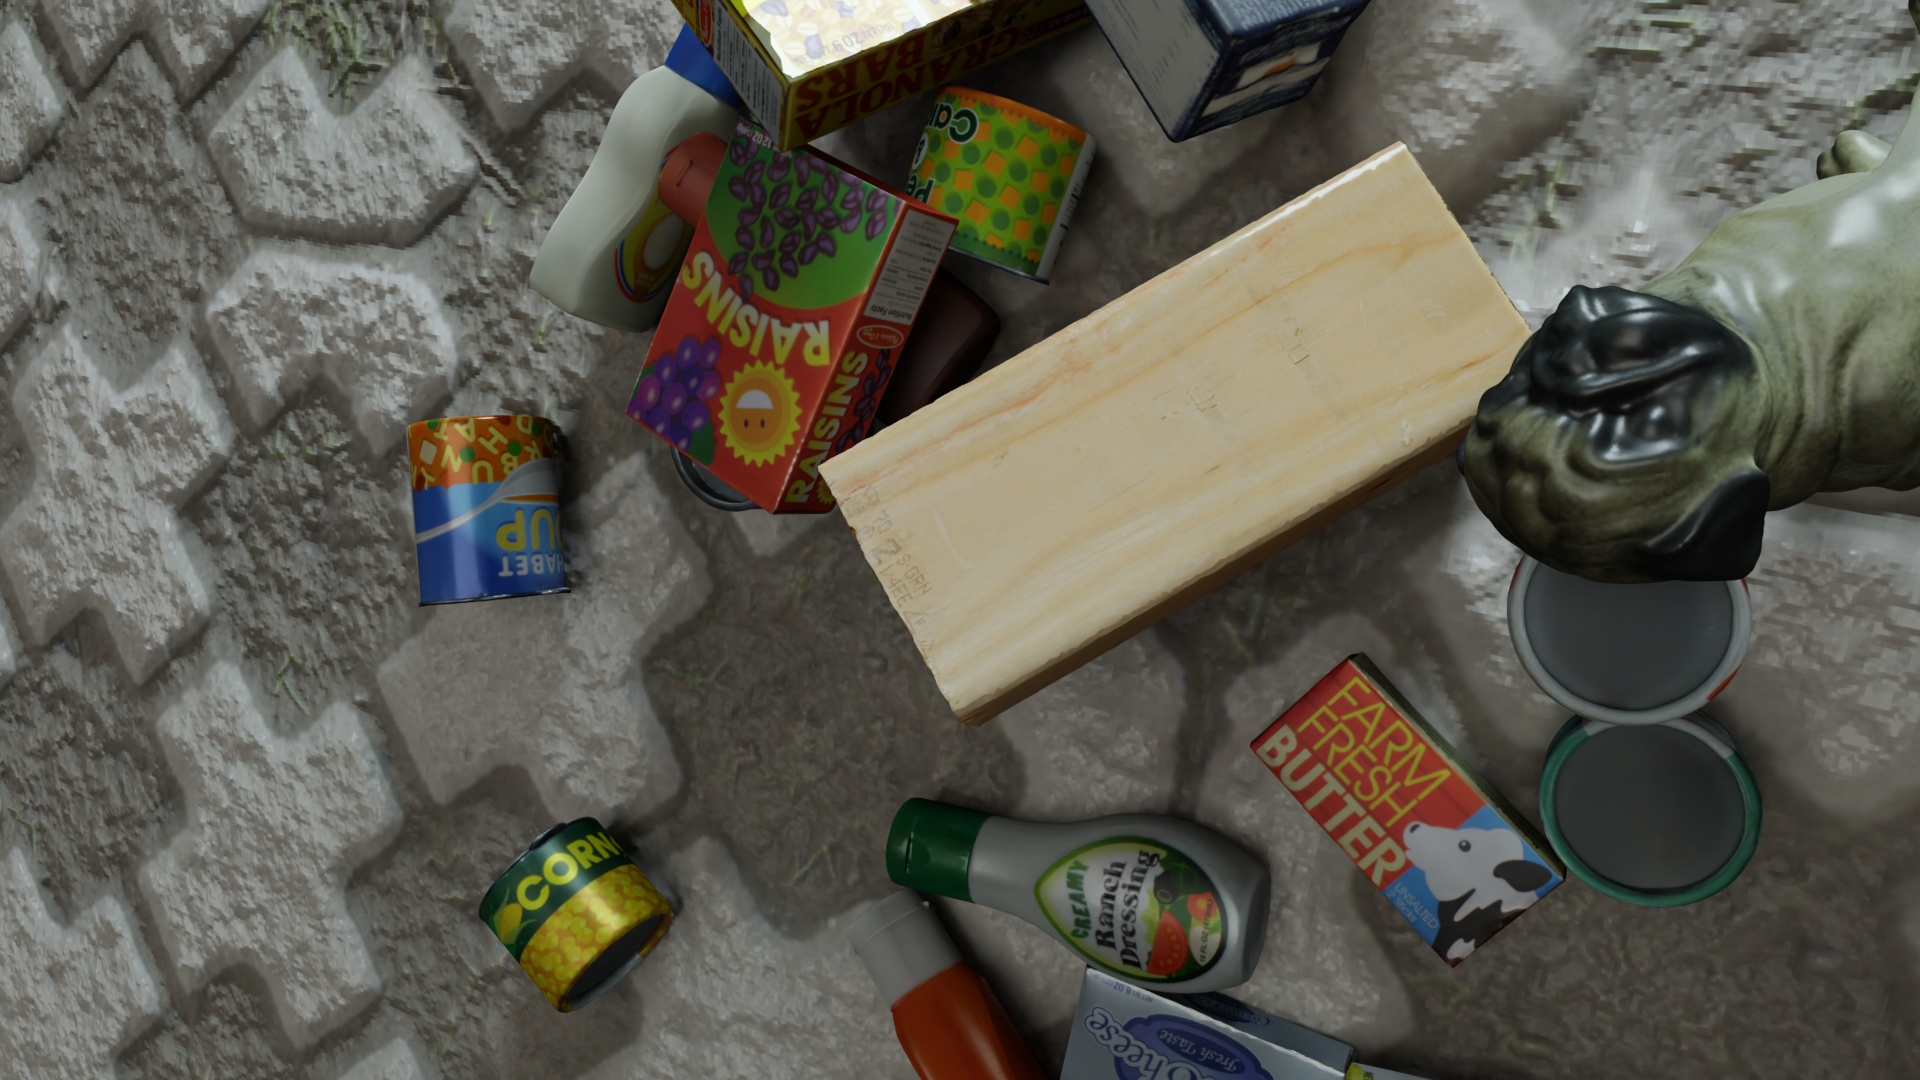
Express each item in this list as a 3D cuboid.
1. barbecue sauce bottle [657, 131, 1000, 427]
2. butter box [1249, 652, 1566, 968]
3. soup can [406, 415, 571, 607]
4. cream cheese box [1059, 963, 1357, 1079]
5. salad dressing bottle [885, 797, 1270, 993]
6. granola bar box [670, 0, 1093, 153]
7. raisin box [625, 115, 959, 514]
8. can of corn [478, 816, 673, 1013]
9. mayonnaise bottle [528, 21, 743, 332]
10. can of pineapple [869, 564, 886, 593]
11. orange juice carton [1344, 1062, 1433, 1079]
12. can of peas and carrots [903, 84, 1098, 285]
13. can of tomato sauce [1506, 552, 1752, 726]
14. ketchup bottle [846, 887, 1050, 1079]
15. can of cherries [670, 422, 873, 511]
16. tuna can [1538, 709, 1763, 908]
[{"bbox_3d":[-0.058,-0.110,0.569,0.148,0.044,0.064,39,104,9],"label":"barbecue sauce bottle"},{"bbox_3d":[0.159,0.094,0.498,0.103,0.024,0.053,48,109,16],"label":"butter box"},{"bbox_3d":[-0.218,-0.014,0.649,0.071,0.071,0.083,-5,89,25],"label":"soup can"},{"bbox_3d":[0.093,0.202,0.532,0.104,0.024,0.053,16,99,24],"label":"cream cheese box"},{"bbox_3d":[0.043,0.133,0.542,0.147,0.044,0.064,7,93,25],"label":"salad dressing bottle"},{"bbox_3d":[-0.026,-0.228,0.511,0.166,0.039,0.124,-30,75,-20],"label":"granola bar box"},{"bbox_3d":[-0.065,-0.082,0.520,0.086,0.040,0.123,32,106,25],"label":"raisin box"},{"bbox_3d":[-0.173,0.169,0.631,0.058,0.071,0.071,43,108,17],"label":"can of corn"},{"bbox_3d":[-0.130,-0.164,0.606,0.041,0.065,0.147,35,102,21],"label":"mayonnaise bottle"},{"bbox_3d":[0.002,-0.007,0.546,0.058,0.071,0.071,-7,89,26],"label":"can of pineapple"},{"bbox_3d":[0.214,0.237,0.440,0.193,0.072,0.073,7,103,18],"label":"orange juice carton"},{"bbox_3d":[0.011,-0.137,0.535,0.071,0.071,0.058,24,101,23],"label":"can of peas and carrots"},{"bbox_3d":[0.209,0.018,0.439,0.071,0.083,0.071,1,93,25],"label":"can of tomato sauce"},{"bbox_3d":[0.007,0.210,0.554,0.043,0.064,0.149,-35,67,-1],"label":"ketchup bottle"},{"bbox_3d":[-0.076,-0.045,0.585,0.071,0.058,0.071,0,91,25],"label":"can of cherries"},{"bbox_3d":[0.227,0.088,0.461,0.071,0.033,0.071,1,92,25],"label":"tuna can"}]
